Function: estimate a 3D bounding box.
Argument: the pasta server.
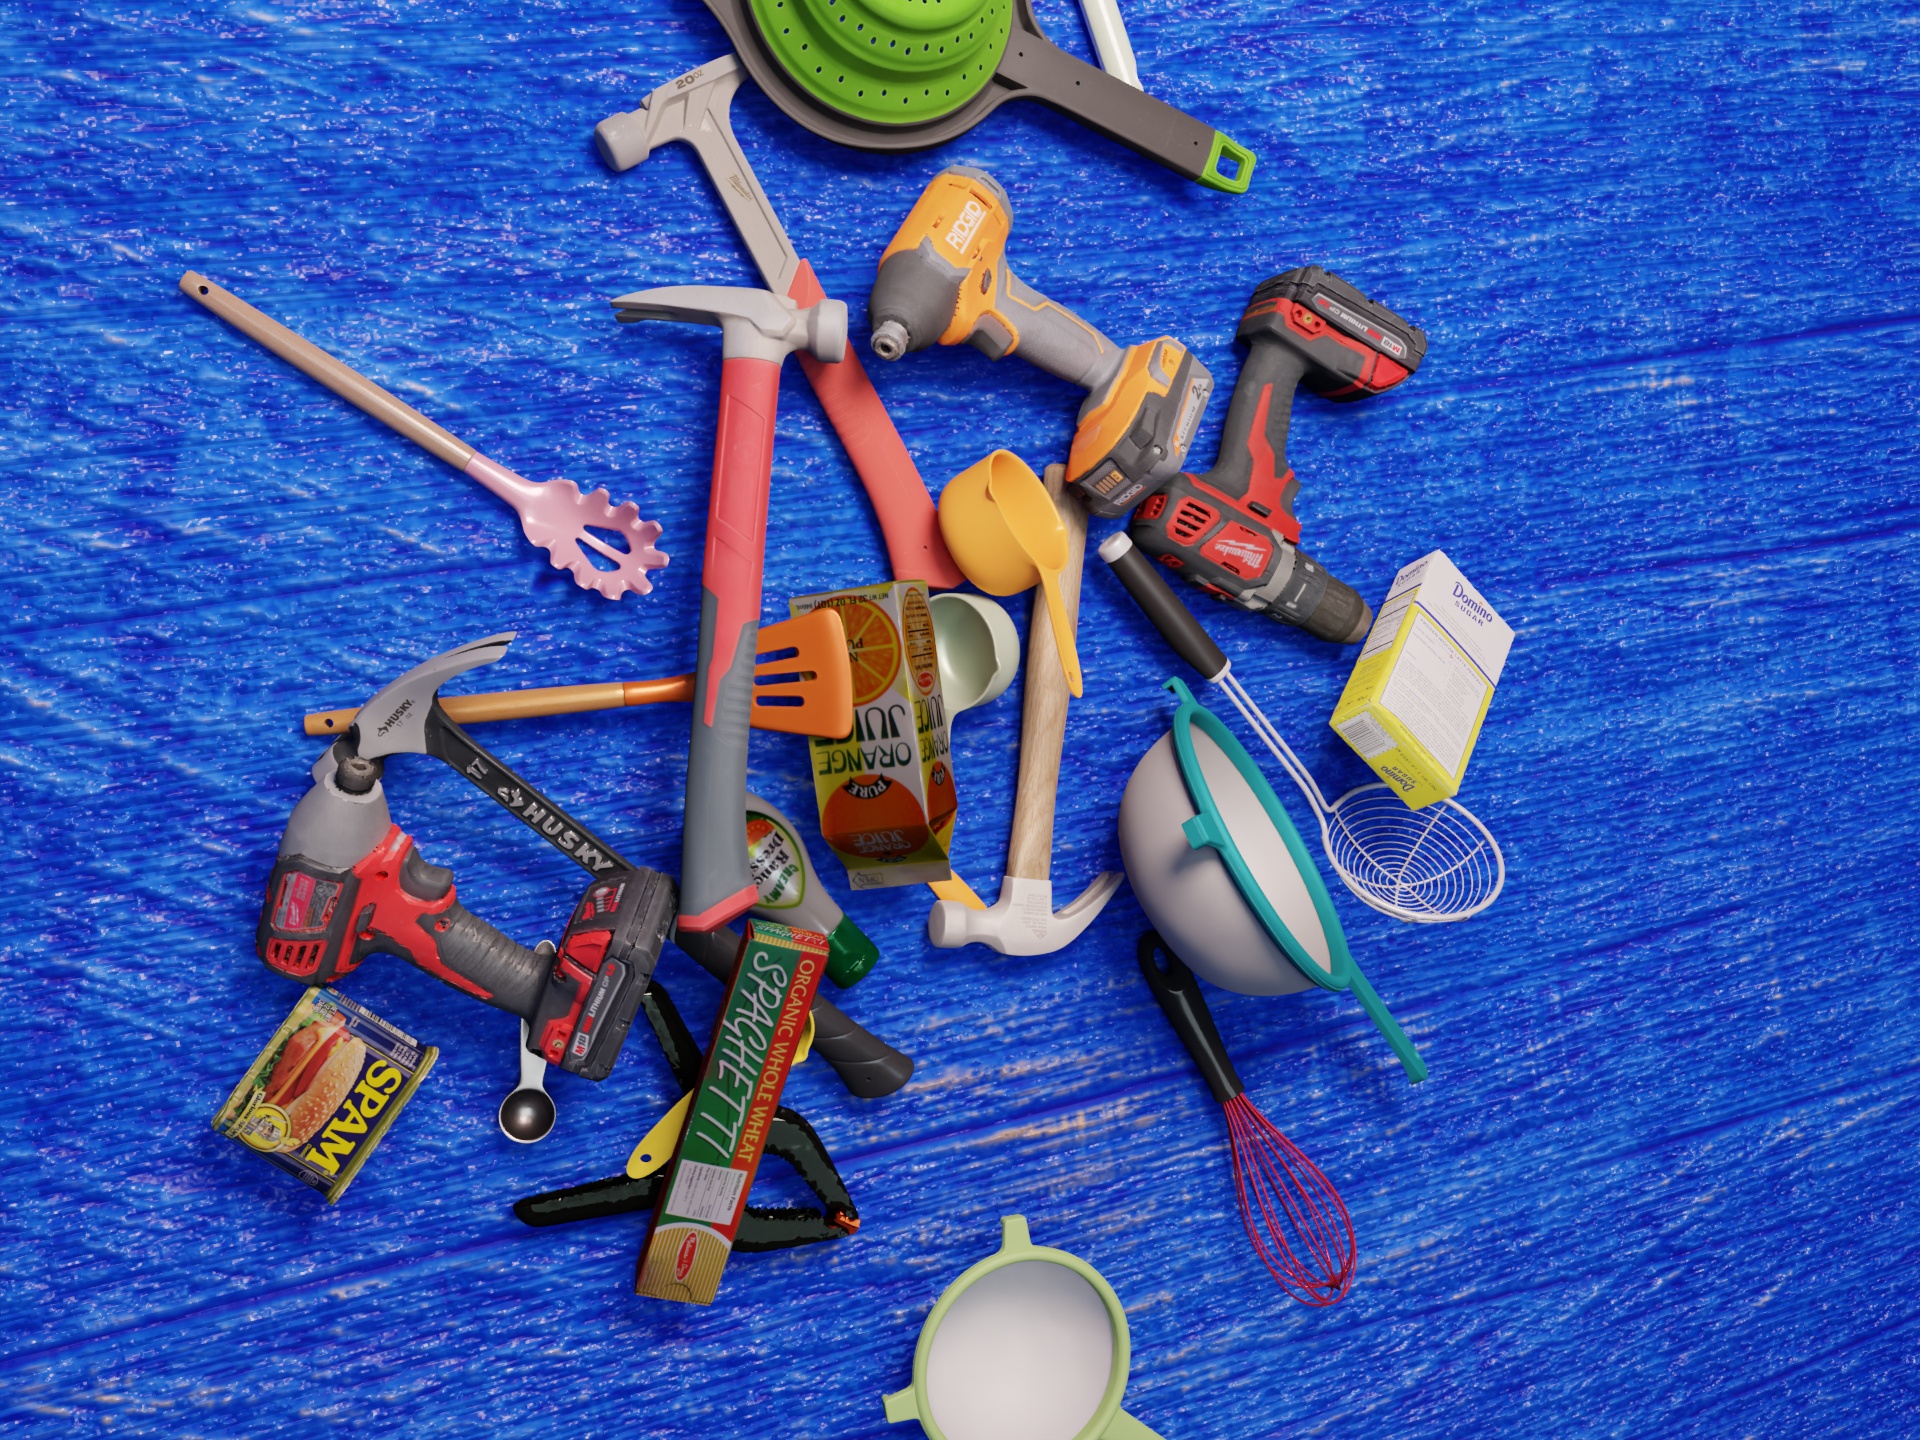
[{"bbox_3d":[-0.317,-0.171,0.948,0.316,0.040,0.060,33,82,-15],"label":"pasta server"}]

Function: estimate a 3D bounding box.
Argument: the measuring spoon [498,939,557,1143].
[{"bbox_3d":[-0.263,0.198,0.988,0.034,0.018,0.124,6,82,-10],"label":"measuring spoon"}]

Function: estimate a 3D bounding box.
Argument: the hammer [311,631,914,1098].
[{"bbox_3d":[-0.183,0.107,0.971,0.408,0.036,0.149,41,113,-20],"label":"hammer"}]

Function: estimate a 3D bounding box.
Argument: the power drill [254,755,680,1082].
[{"bbox_3d":[-0.282,0.110,0.911,0.219,0.079,0.143,21,116,-9],"label":"power drill"}]

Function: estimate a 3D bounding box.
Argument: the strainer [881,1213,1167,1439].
[{"bbox_3d":[0.071,0.450,1.070,0.256,0.069,0.151,39,77,-16],"label":"strainer"}]

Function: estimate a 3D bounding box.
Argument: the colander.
[{"bbox_3d":[0.033,-0.436,0.996,0.397,0.094,0.204,19,83,-18],"label":"colander"}]

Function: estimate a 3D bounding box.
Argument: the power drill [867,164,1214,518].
[{"bbox_3d":[0.044,-0.233,1.018,0.226,0.084,0.164,37,51,-15],"label":"power drill"}]

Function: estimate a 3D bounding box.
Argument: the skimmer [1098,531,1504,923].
[{"bbox_3d":[0.236,0.000,1.096,0.363,0.090,0.127,48,45,-16],"label":"skimmer"}]

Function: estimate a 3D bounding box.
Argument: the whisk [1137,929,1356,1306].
[{"bbox_3d":[0.198,0.279,1.118,0.073,0.073,0.296,-28,93,-16],"label":"whisk"}]

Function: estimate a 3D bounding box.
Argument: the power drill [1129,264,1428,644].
[{"bbox_3d":[0.240,-0.178,1.113,0.187,0.080,0.227,27,86,-17],"label":"power drill"}]

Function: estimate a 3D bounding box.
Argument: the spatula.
[{"bbox_3d":[-0.228,-0.014,0.959,0.322,0.041,0.081,-6,94,-10],"label":"spatula"}]

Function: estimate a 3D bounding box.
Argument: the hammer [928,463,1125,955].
[{"bbox_3d":[0.060,-0.007,1.075,0.130,0.031,0.331,7,87,-22],"label":"hammer"}]

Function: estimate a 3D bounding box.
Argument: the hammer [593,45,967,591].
[{"bbox_3d":[-0.083,-0.248,1.025,0.149,0.037,0.359,-31,100,-15],"label":"hammer"}]

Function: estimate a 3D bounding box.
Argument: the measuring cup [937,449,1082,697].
[{"bbox_3d":[0.034,-0.085,1.010,0.095,0.052,0.174,16,55,-55],"label":"measuring cup"}]

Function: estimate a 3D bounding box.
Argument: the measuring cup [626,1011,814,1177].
[{"bbox_3d":[-0.152,0.219,0.977,0.062,0.029,0.156,40,98,-19],"label":"measuring cup"}]

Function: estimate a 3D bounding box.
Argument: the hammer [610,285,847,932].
[{"bbox_3d":[-0.151,-0.070,0.941,0.143,0.038,0.386,4,80,-1],"label":"hammer"}]

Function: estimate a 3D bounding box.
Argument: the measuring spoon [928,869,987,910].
[{"bbox_3d":[-0.010,0.109,1.067,0.021,0.011,0.117,-44,103,-13],"label":"measuring spoon"}]

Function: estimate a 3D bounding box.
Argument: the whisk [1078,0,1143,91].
[{"bbox_3d":[0.073,-0.534,1.070,0.059,0.058,0.246,-18,101,18],"label":"whisk"}]

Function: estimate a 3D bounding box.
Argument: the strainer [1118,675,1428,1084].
[{"bbox_3d":[0.202,0.146,1.079,0.095,0.211,0.340,-30,114,18],"label":"strainer"}]

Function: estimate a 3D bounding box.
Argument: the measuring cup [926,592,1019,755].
[{"bbox_3d":[-0.002,-0.003,1.051,0.038,0.083,0.167,-15,118,-50],"label":"measuring cup"}]
